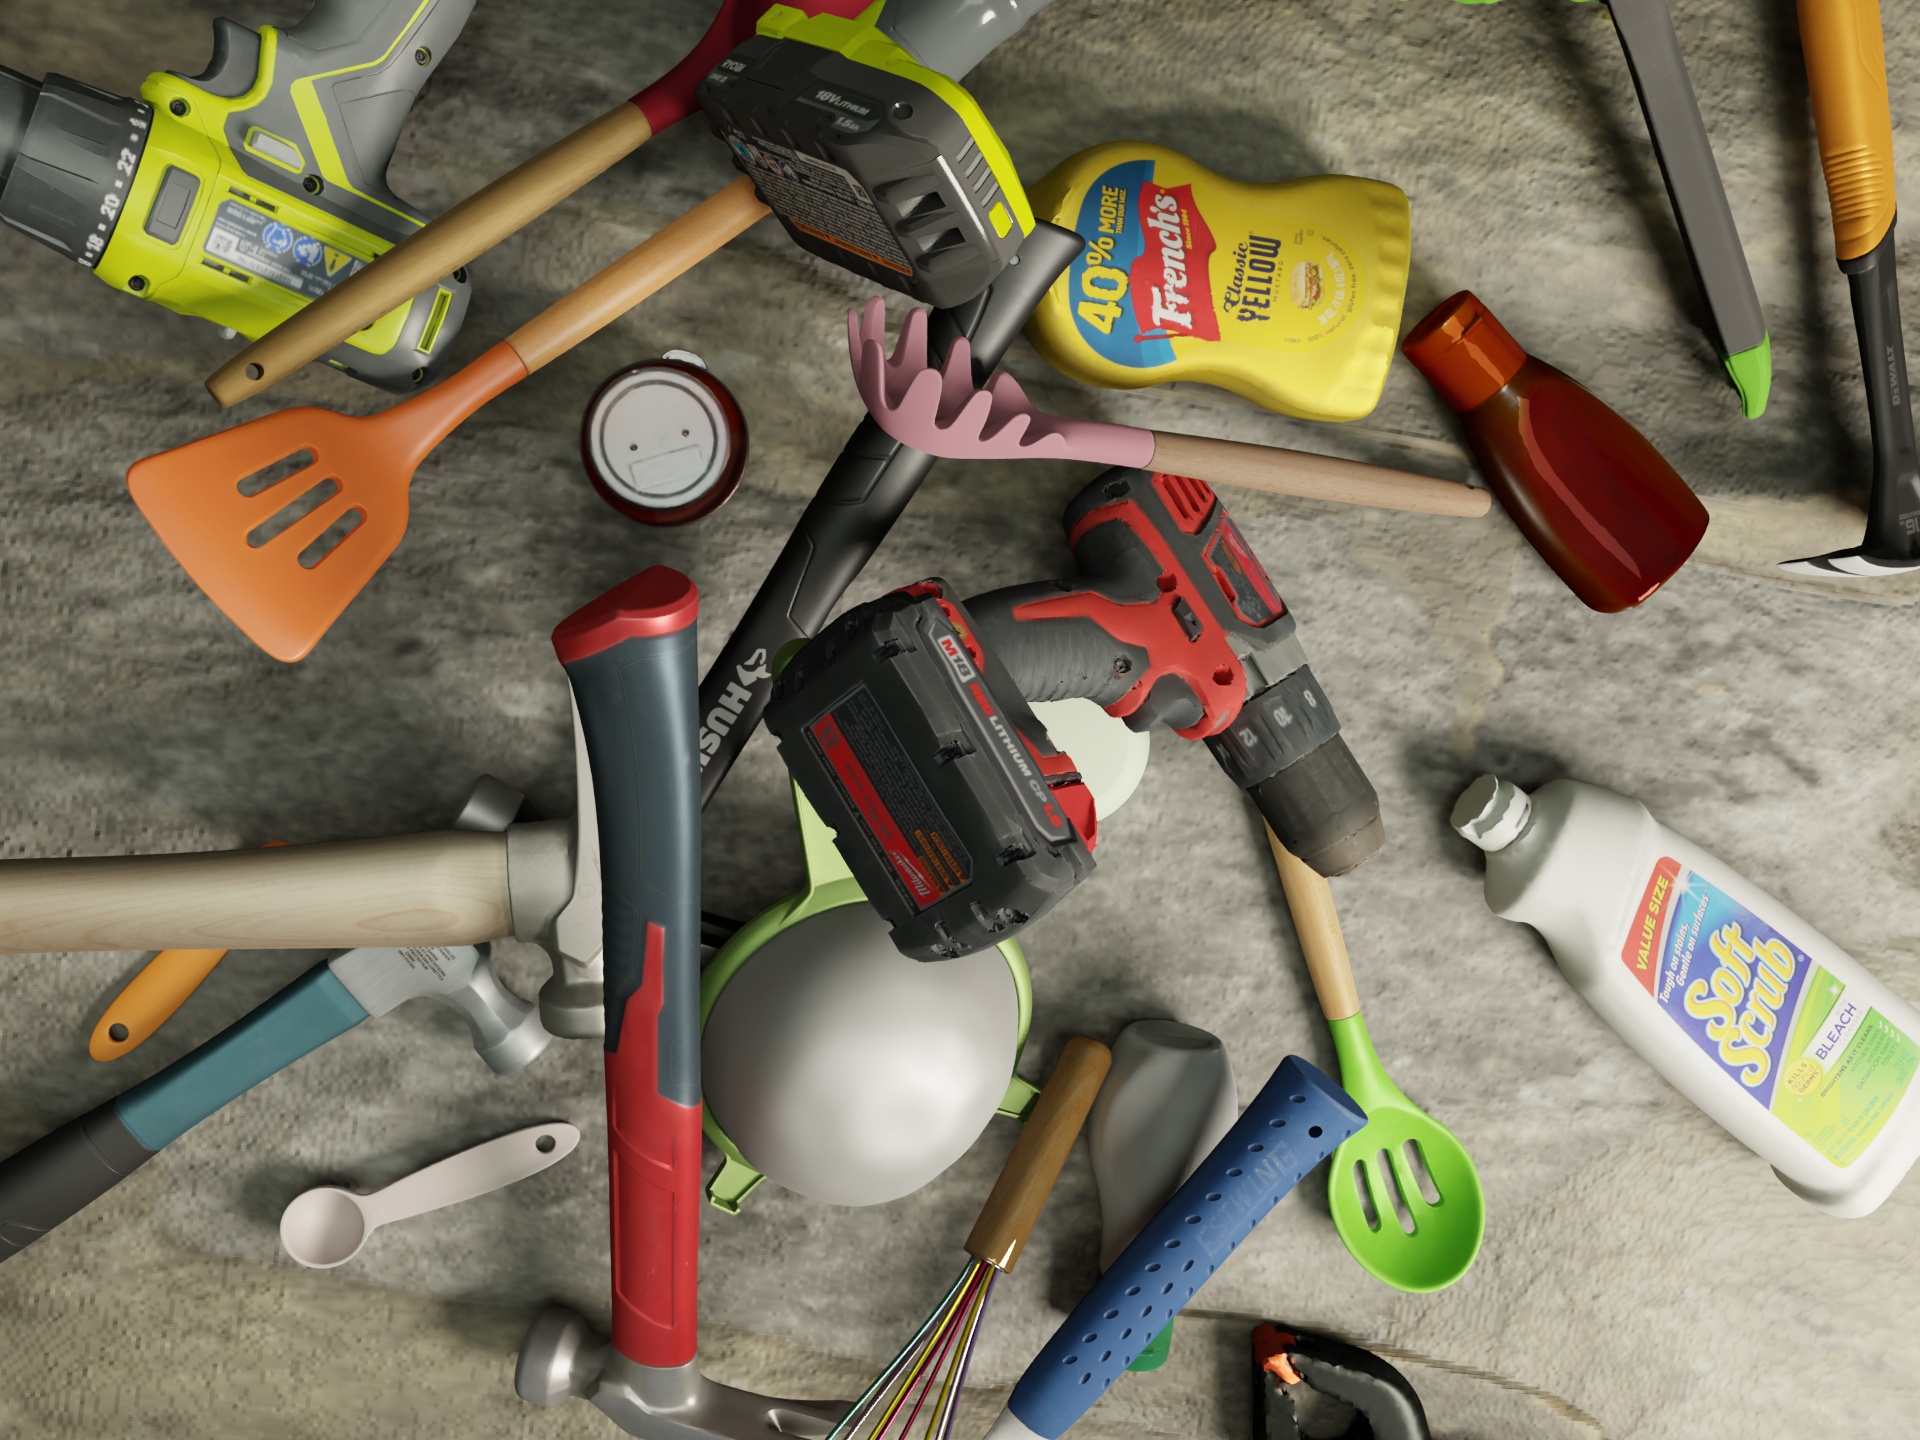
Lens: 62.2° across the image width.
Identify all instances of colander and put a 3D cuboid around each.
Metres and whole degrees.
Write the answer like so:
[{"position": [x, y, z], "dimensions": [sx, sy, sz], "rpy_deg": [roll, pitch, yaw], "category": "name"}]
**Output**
[{"position": [0.225, -0.280, 0.630], "dimensions": [0.094, 0.205, 0.396], "rpy_deg": [-18, 119, 28], "category": "colander"}]

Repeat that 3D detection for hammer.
[{"position": [-0.337, 0.169, 0.633], "dimensions": [0.331, 0.033, 0.128], "rpy_deg": [-33, 108, -2], "category": "hammer"}, {"position": [-0.056, -0.049, 0.621], "dimensions": [0.146, 0.035, 0.334], "rpy_deg": [32, 102, -12], "category": "hammer"}, {"position": [0.019, 0.300, 0.672], "dimensions": [0.144, 0.035, 0.405], "rpy_deg": [38, 98, -5], "category": "hammer"}, {"position": [0.376, -0.229, 0.674], "dimensions": [0.127, 0.034, 0.337], "rpy_deg": [-14, 96, -32], "category": "hammer"}, {"position": [-0.096, 0.128, 0.572], "dimensions": [0.143, 0.038, 0.386], "rpy_deg": [11, 120, 8], "category": "hammer"}, {"position": [-0.328, 0.058, 0.569], "dimensions": [0.410, 0.038, 0.146], "rpy_deg": [-3, 104, -11], "category": "hammer"}]

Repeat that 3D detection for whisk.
[{"position": [-0.002, 0.236, 0.639], "dimensions": [0.051, 0.047, 0.245], "rpy_deg": [26, 69, 10], "category": "whisk"}]

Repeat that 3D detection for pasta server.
[{"position": [0.095, -0.107, 0.610], "dimensions": [0.316, 0.060, 0.040], "rpy_deg": [3, 127, -31], "category": "pasta server"}]

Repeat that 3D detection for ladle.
[{"position": [-0.136, -0.206, 0.581], "dimensions": [0.315, 0.031, 0.069], "rpy_deg": [-41, 116, -19], "category": "ladle"}]

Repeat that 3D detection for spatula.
[{"position": [-0.142, -0.148, 0.585], "dimensions": [0.322, 0.041, 0.081], "rpy_deg": [-40, 109, -17], "category": "spatula"}]

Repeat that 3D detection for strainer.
[{"position": [-0.038, 0.095, 0.612], "dimensions": [0.151, 0.069, 0.256], "rpy_deg": [-13, 119, -13], "category": "strainer"}]

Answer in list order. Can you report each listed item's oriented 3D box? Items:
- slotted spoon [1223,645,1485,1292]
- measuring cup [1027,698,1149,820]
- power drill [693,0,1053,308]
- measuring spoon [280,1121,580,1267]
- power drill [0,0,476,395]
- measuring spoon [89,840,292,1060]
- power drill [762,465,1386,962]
[{"position": [0.164, 0.105, 0.704], "dimensions": [0.070, 0.031, 0.313], "rpy_deg": [-19, 97, -6], "category": "slotted spoon"}, {"position": [-0.001, -0.002, 0.660], "dimensions": [0.167, 0.038, 0.083], "rpy_deg": [14, 95, -9], "category": "measuring cup"}, {"position": [0.029, -0.258, 0.558], "dimensions": [0.223, 0.171, 0.080], "rpy_deg": [-48, 138, -7], "category": "power drill"}, {"position": [-0.221, 0.194, 0.669], "dimensions": [0.124, 0.018, 0.034], "rpy_deg": [-18, 99, -12], "category": "measuring spoon"}, {"position": [-0.241, -0.250, 0.551], "dimensions": [0.190, 0.080, 0.228], "rpy_deg": [21, 93, -35], "category": "power drill"}, {"position": [-0.310, 0.094, 0.641], "dimensions": [0.021, 0.011, 0.117], "rpy_deg": [44, 89, -11], "category": "measuring spoon"}, {"position": [0.060, 0.006, 0.590], "dimensions": [0.226, 0.080, 0.188], "rpy_deg": [-29, 86, -44], "category": "power drill"}]
